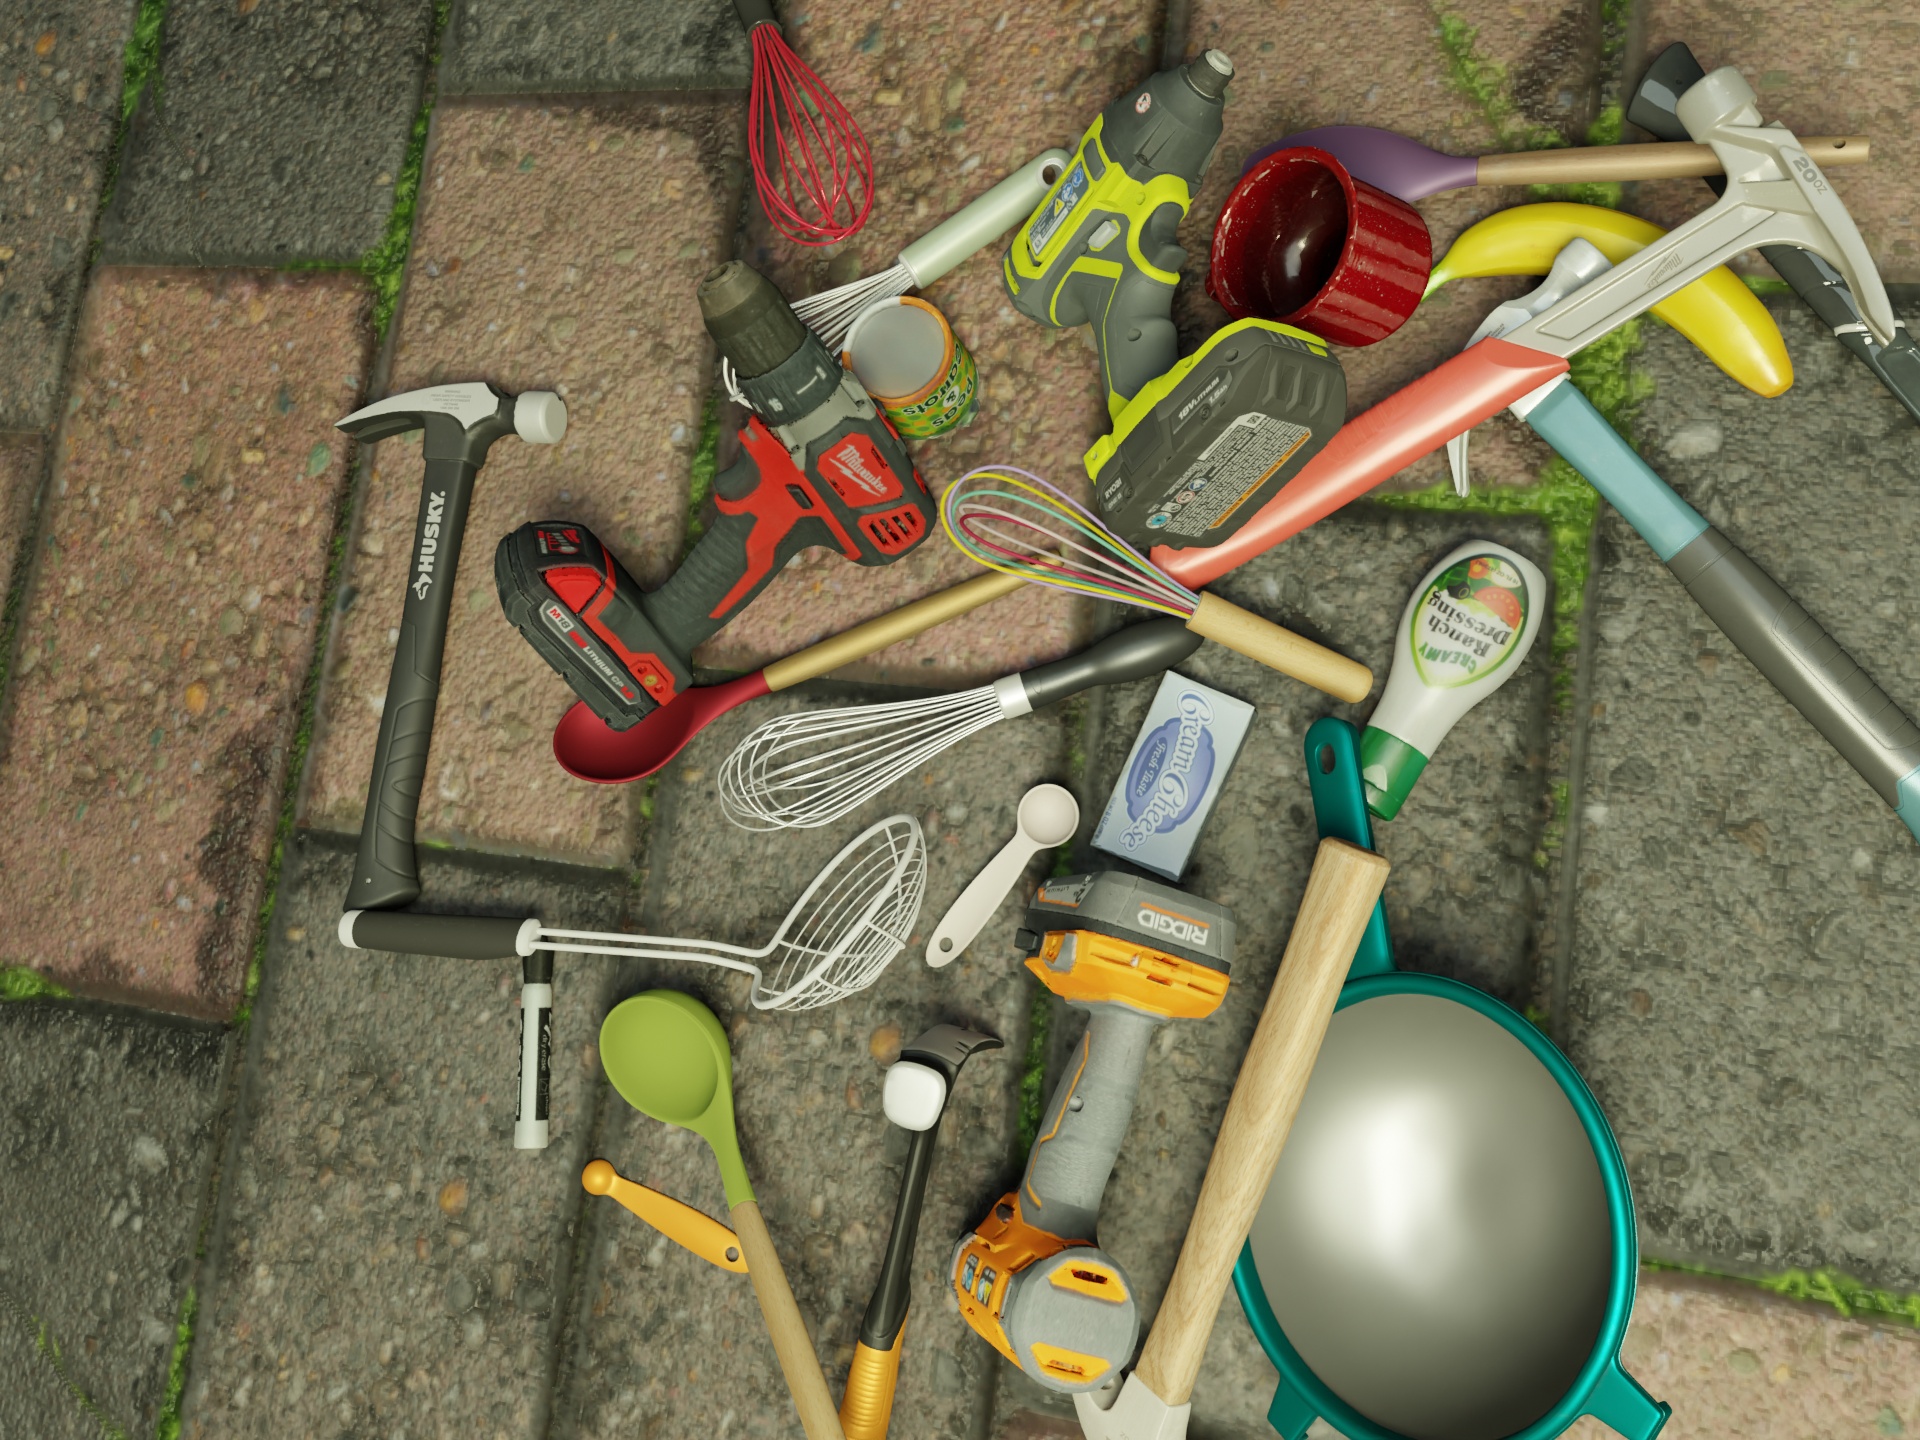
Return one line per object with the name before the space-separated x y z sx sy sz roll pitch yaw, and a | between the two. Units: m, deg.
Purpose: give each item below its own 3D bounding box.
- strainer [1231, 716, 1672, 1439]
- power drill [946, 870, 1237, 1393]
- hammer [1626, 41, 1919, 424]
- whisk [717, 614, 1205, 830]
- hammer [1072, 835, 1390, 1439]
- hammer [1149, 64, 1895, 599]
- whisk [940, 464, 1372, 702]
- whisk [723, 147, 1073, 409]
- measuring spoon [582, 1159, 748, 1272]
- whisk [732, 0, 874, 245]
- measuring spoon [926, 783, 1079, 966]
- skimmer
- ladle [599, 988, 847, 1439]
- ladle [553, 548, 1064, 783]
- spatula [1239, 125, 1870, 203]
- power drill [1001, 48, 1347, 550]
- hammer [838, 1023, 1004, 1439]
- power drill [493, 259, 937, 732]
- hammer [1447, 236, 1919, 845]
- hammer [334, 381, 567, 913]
strainer | 0.223 0.165 0.755 0.211 0.095 0.341 -26 61 44
power drill | 0.052 0.194 0.782 0.084 0.164 0.226 19 77 -12
hammer | 0.469 -0.182 0.788 0.149 0.036 0.409 -32 73 7
whisk | -0.001 -0.002 0.875 0.284 0.070 0.070 -19 76 7
hammer | 0.130 0.213 0.754 0.130 0.031 0.331 26 101 49
hammer | 0.254 -0.155 0.794 0.359 0.036 0.149 -31 81 23
whisk | 0.101 -0.064 0.831 0.245 0.047 0.051 25 129 -2
whisk | -0.036 -0.260 0.938 0.246 0.059 0.057 -34 109 3
measuring spoon | -0.164 0.278 0.888 0.117 0.011 0.021 23 87 18
whisk | -0.115 -0.408 0.980 0.073 0.073 0.296 -23 68 10
measuring spoon | 0.022 0.087 0.874 0.034 0.018 0.124 41 99 18
skimmer | -0.191 0.100 0.874 0.363 0.127 0.090 1 125 16
ladle | -0.111 0.269 0.801 0.078 0.062 0.321 -54 46 27
ladle | -0.088 -0.035 0.917 0.315 0.031 0.069 -22 59 8
spatula | 0.302 -0.295 0.843 0.316 0.018 0.060 6 80 26
power drill | 0.106 -0.216 0.814 0.171 0.080 0.223 -46 49 44
hammer | -0.042 0.323 0.814 0.034 0.127 0.337 14 94 14
power drill | -0.144 -0.120 0.865 0.226 0.187 0.080 -34 35 3
hammer | 0.370 -0.078 0.784 0.128 0.033 0.331 -45 75 23
hammer | -0.339 -0.046 0.984 0.146 0.035 0.335 5 82 15
